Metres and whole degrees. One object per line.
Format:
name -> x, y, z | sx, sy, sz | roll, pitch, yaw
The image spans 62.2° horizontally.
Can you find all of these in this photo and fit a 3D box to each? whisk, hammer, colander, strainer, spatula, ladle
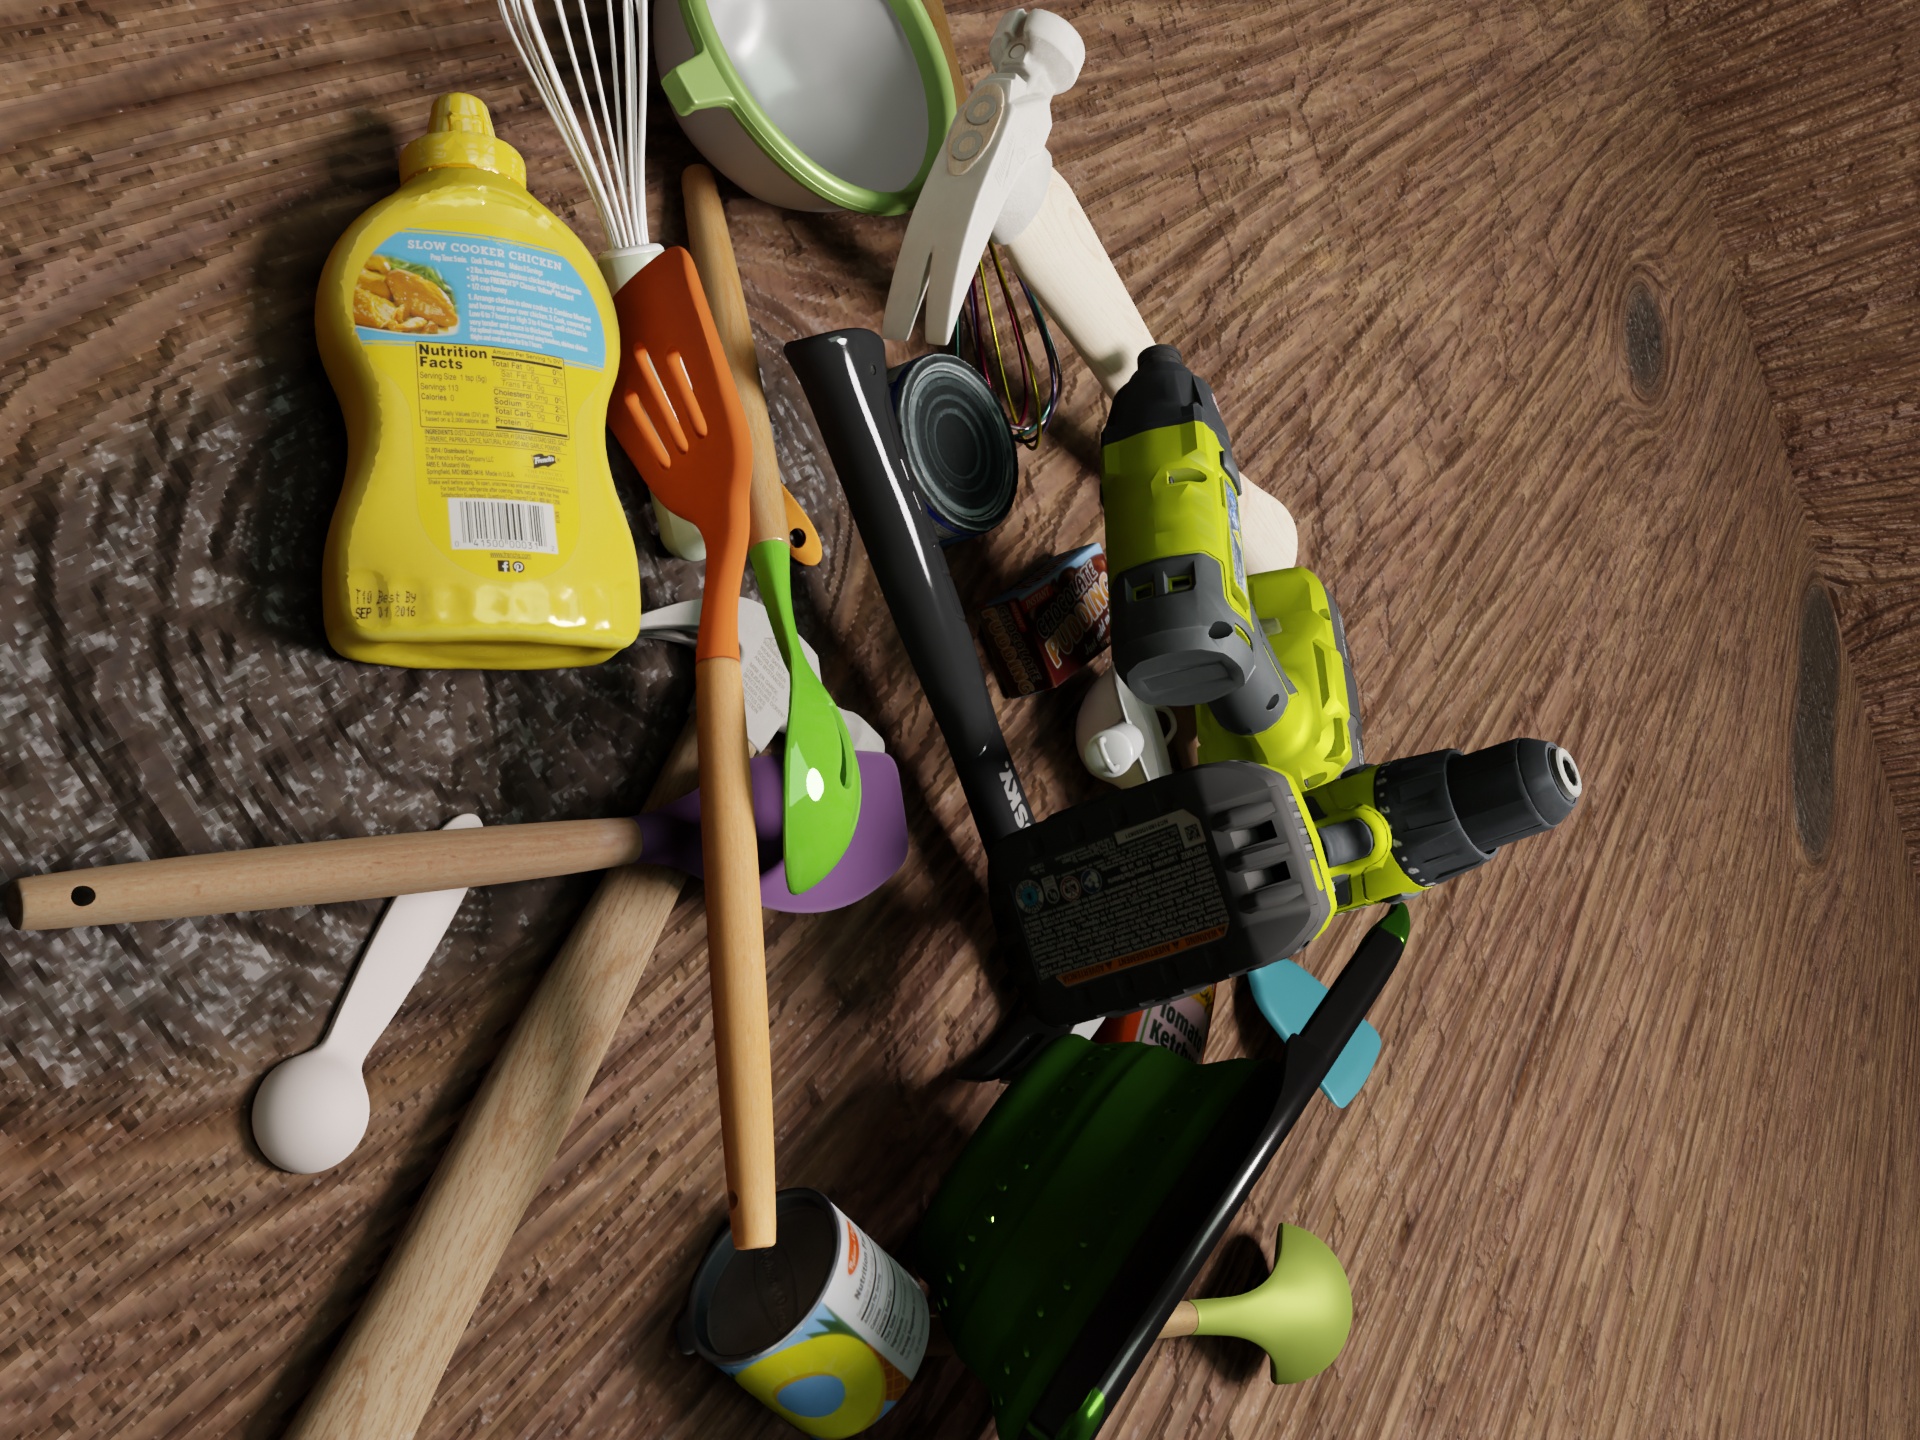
whisk -> 0.005, -0.249, 0.784 | 0.047, 0.051, 0.245 | 2, 74, -72
hammer -> 0.091, -0.150, 0.790 | 0.410, 0.038, 0.146 | 38, 71, -56
colander -> 0.091, 0.159, 0.671 | 0.397, 0.094, 0.204 | -35, 152, -50
strainer -> 0.072, 0.009, 0.725 | 0.258, 0.050, 0.087 | -9, 80, -81
spatula -> -0.126, 0.043, 0.504 | 0.315, 0.018, 0.060 | -2, 81, -48
hammer -> -0.126, 0.089, 0.531 | 0.130, 0.031, 0.331 | 49, 47, -31
strainer -> -0.040, -0.254, 0.697 | 0.256, 0.069, 0.152 | 24, 58, -43
ladle -> 0.077, 0.273, 0.730 | 0.320, 0.062, 0.078 | 15, 75, -40
whisk -> -0.120, -0.178, 0.576 | 0.058, 0.059, 0.246 | -42, 126, -60
spatula -> -0.086, 0.004, 0.518 | 0.041, 0.081, 0.323 | 9, 66, -38
hammer -> -0.001, -0.002, 0.660 | 0.146, 0.035, 0.334 | -52, 129, -49
spatula -> 0.152, 0.055, 0.868 | 0.082, 0.044, 0.317 | -31, 103, -54

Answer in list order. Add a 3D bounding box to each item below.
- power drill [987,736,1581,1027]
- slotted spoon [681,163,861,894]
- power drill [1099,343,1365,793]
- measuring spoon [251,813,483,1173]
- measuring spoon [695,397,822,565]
power drill -> 0.138, 0.057, 0.664 | 0.228, 0.190, 0.080 | -4, 74, -52
slotted spoon -> -0.075, -0.086, 0.590 | 0.070, 0.031, 0.314 | 85, -7, -66
power drill -> 0.126, -0.057, 0.755 | 0.223, 0.080, 0.171 | 46, 38, -54
measuring spoon -> -0.173, 0.079, 0.487 | 0.034, 0.018, 0.124 | 46, 48, -33
measuring spoon -> -0.094, -0.103, 0.643 | 0.116, 0.011, 0.021 | 48, 63, -35
